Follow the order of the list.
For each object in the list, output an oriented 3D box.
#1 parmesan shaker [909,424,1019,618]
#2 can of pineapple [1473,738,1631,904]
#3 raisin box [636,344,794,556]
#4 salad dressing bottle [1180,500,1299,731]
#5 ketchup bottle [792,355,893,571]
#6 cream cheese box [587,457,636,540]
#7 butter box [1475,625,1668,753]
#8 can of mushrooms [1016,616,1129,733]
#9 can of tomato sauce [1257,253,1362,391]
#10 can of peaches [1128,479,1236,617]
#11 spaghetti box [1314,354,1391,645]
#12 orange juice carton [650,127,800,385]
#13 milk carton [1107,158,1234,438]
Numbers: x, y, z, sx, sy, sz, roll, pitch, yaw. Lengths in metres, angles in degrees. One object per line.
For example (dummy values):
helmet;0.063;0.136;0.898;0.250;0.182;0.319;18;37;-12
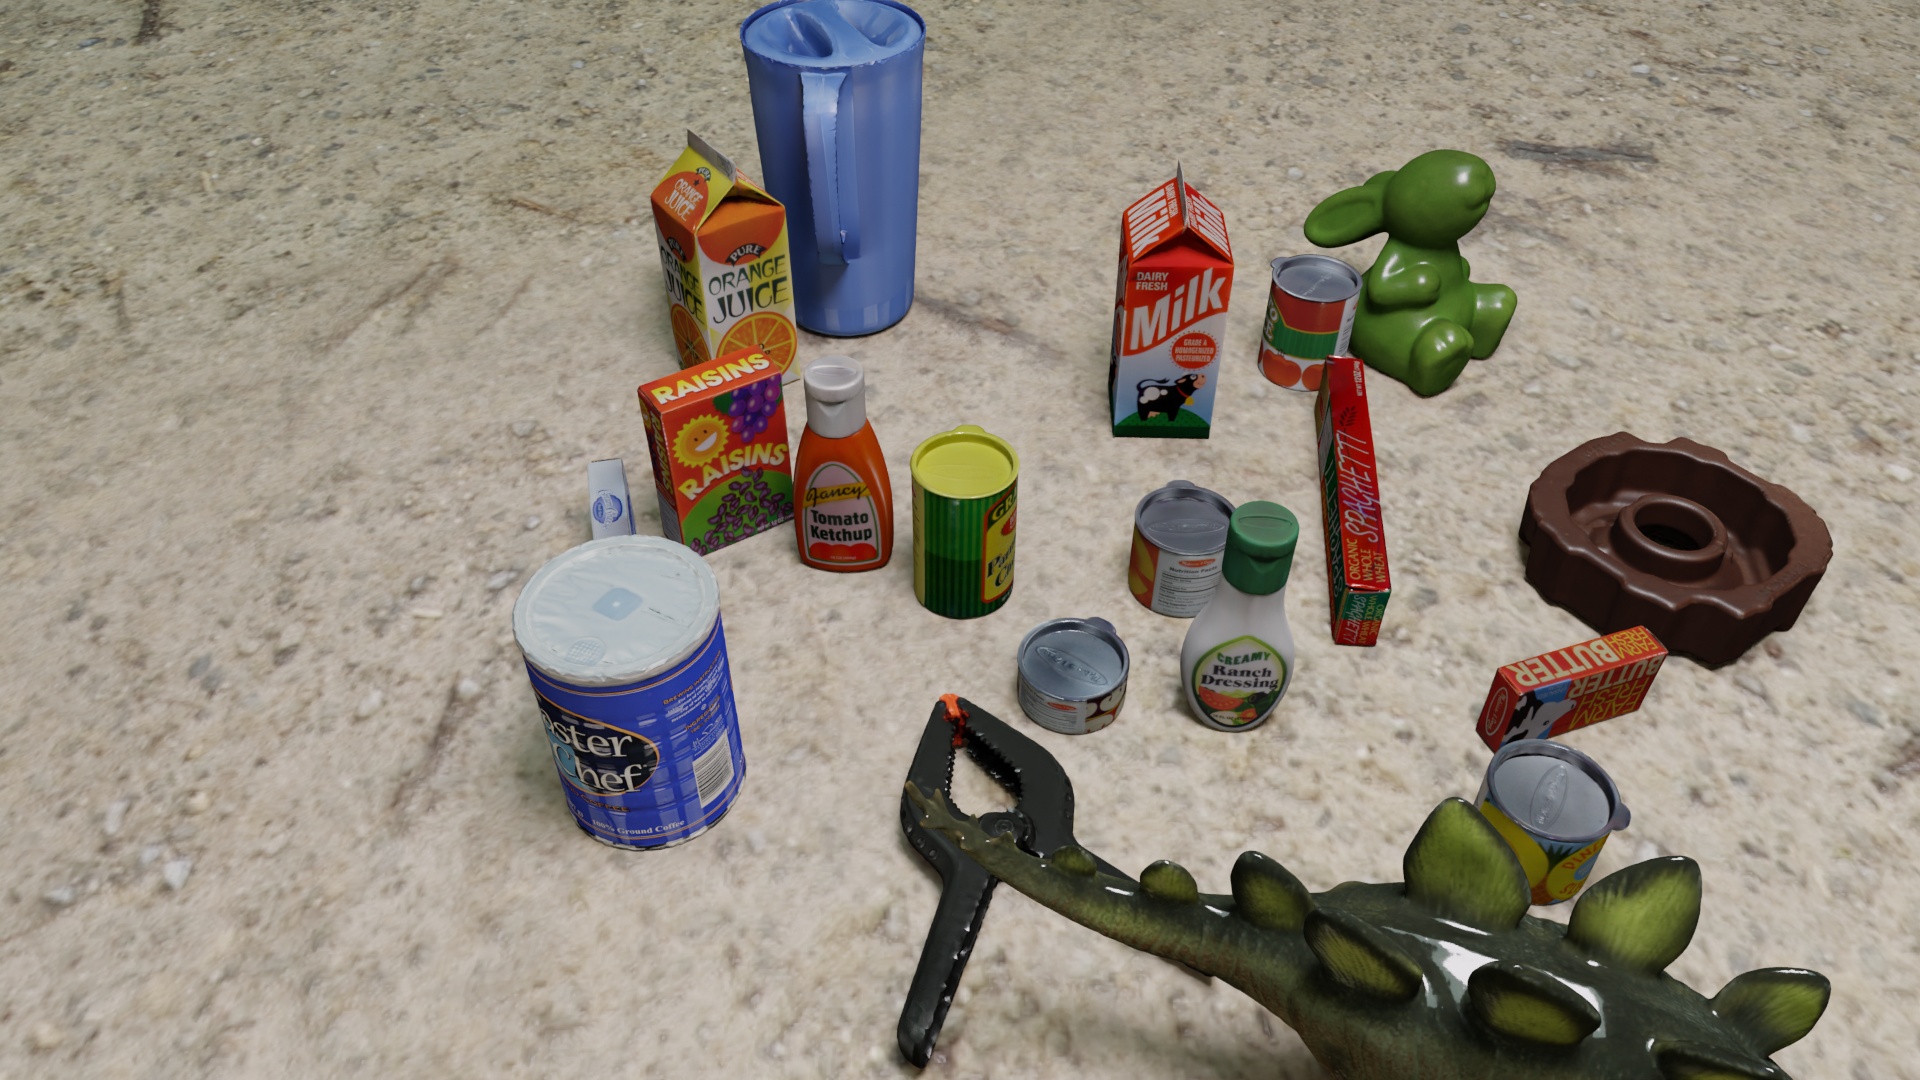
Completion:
parmesan shaker;0.003;-0.011;0.872;0.071;0.102;0.072;0;42;0
can of pineapple;0.305;0.149;0.728;0.071;0.057;0.071;0;42;0
raisin box;-0.156;-0.057;0.907;0.086;0.122;0.040;-23;47;-24
salad dressing bottle;0.159;0.044;0.778;0.064;0.146;0.044;3;42;4
ketchup bottle;-0.076;-0.047;0.878;0.065;0.148;0.044;2;42;2
cream cheese box;-0.222;-0.001;0.897;0.024;0.053;0.104;-10;43;-11
butter box;0.352;0.086;0.802;0.104;0.052;0.024;-14;44;-15
can of mushrooms;0.068;0.079;0.824;0.071;0.033;0.071;0;42;0
can of tomato sauce;0.263;-0.166;1.060;0.071;0.082;0.071;0;42;0
can of peaches;0.142;0.005;0.887;0.071;0.057;0.071;0;42;0
spaghetti box;0.262;-0.034;0.937;0.029;0.049;0.251;5;42;6
orange juice carton;-0.172;-0.200;1.015;0.073;0.191;0.072;-25;48;-25
milk carton;0.148;-0.167;0.980;0.073;0.189;0.073;1;42;1
